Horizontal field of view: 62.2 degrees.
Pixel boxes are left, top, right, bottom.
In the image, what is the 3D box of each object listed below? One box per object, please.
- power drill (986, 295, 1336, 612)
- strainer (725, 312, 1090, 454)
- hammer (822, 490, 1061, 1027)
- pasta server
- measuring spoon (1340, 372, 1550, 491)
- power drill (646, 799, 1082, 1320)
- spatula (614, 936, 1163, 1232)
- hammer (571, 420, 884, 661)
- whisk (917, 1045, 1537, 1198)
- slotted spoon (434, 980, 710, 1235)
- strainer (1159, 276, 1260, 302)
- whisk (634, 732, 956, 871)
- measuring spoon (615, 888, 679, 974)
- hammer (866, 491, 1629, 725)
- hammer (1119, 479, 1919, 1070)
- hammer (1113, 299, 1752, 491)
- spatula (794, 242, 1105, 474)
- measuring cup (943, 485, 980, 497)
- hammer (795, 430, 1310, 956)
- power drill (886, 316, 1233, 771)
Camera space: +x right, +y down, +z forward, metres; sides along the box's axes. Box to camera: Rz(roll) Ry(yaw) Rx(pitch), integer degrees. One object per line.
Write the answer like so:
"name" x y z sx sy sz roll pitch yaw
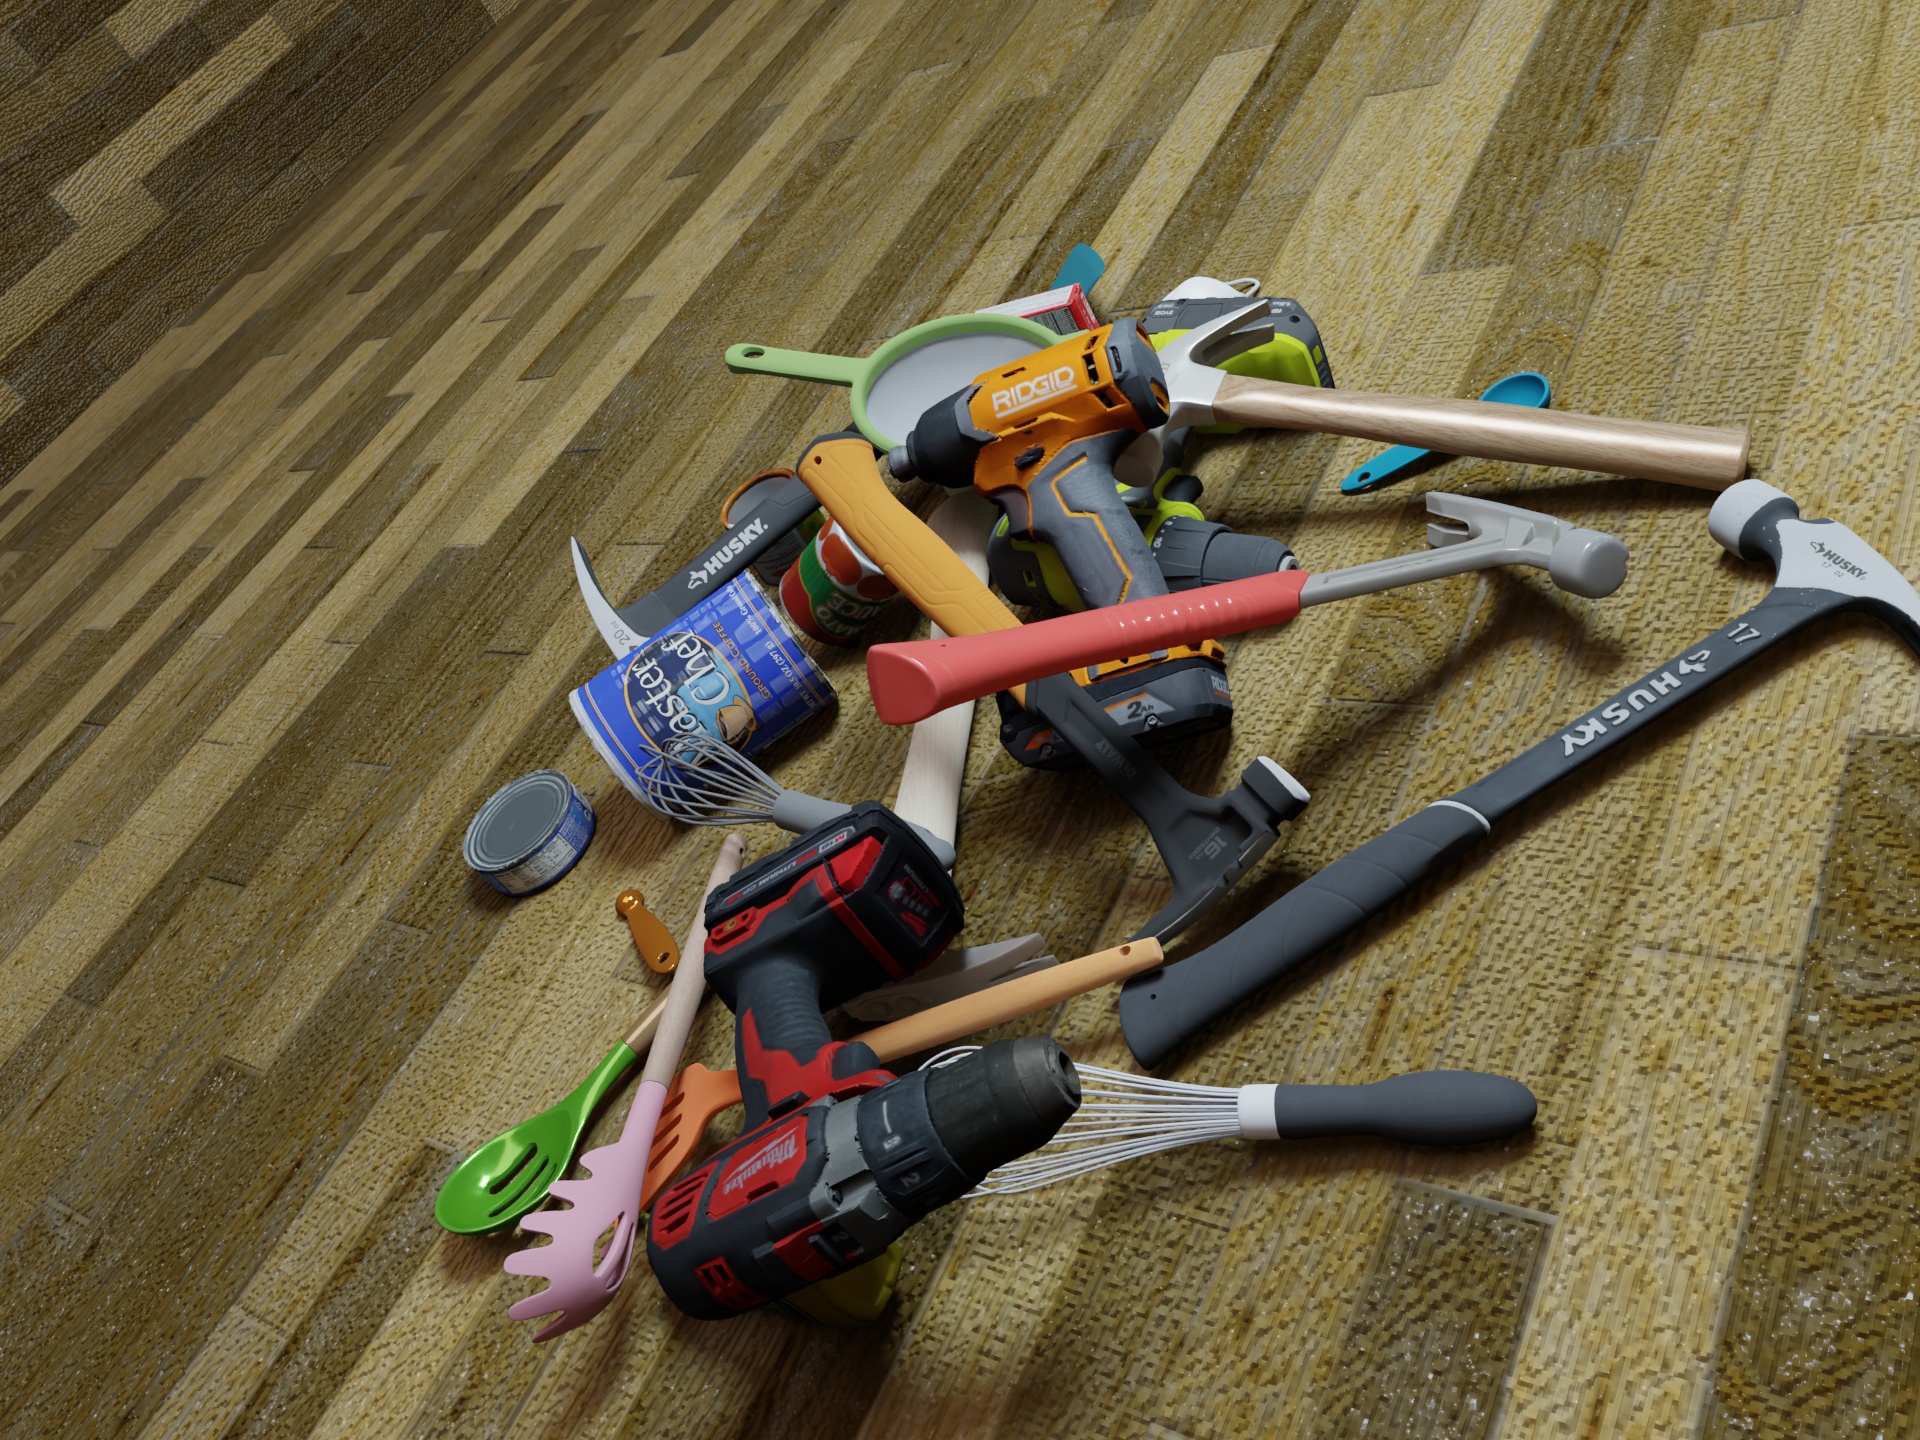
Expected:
"power drill" 0.143 -0.155 0.975 0.191 0.080 0.229 9 57 35
"strainer" -0.041 -0.210 1.073 0.256 0.069 0.152 13 54 22
"hammer" -0.002 -0.003 0.948 0.146 0.038 0.411 -14 42 21
"pasta server" -0.160 0.172 0.830 0.040 0.060 0.316 -10 37 17
"measuring spoon" 0.285 -0.161 0.931 0.128 0.021 0.042 -27 37 24
"power drill" -0.040 0.134 0.694 0.188 0.080 0.227 -30 28 15
"spatula" -0.047 0.169 0.787 0.322 0.041 0.081 -22 38 17
"hammer" -0.118 -0.159 1.112 0.335 0.146 0.035 -42 -5 -6
"whisk" 0.099 0.169 0.685 0.284 0.070 0.070 -7 45 23
"slotted spoon" -0.166 0.166 0.895 0.314 0.031 0.070 -47 37 -18
"strainer" 0.126 -0.235 1.102 0.087 0.050 0.258 31 73 34
"whisk" -0.097 0.048 0.892 0.239 0.055 0.055 14 58 37
"measuring spoon" -0.188 0.124 0.949 0.021 0.011 0.117 -41 27 -9
"hammer" 0.127 -0.057 0.765 0.359 0.036 0.149 -13 19 -16
"hammer" 0.248 0.039 0.729 0.409 0.036 0.149 -33 39 2
"hammer" 0.254 -0.166 0.877 0.331 0.031 0.130 13 62 25
"spatula" -0.023 -0.258 1.226 0.317 0.044 0.082 -31 31 6
"measuring cup" -0.003 -0.196 1.153 0.083 0.038 0.168 -44 37 -12
"hammer" 0.019 -0.030 0.821 0.127 0.034 0.337 -48 66 11
"power drill" 0.051 -0.090 0.875 0.164 0.084 0.226 -16 79 21
